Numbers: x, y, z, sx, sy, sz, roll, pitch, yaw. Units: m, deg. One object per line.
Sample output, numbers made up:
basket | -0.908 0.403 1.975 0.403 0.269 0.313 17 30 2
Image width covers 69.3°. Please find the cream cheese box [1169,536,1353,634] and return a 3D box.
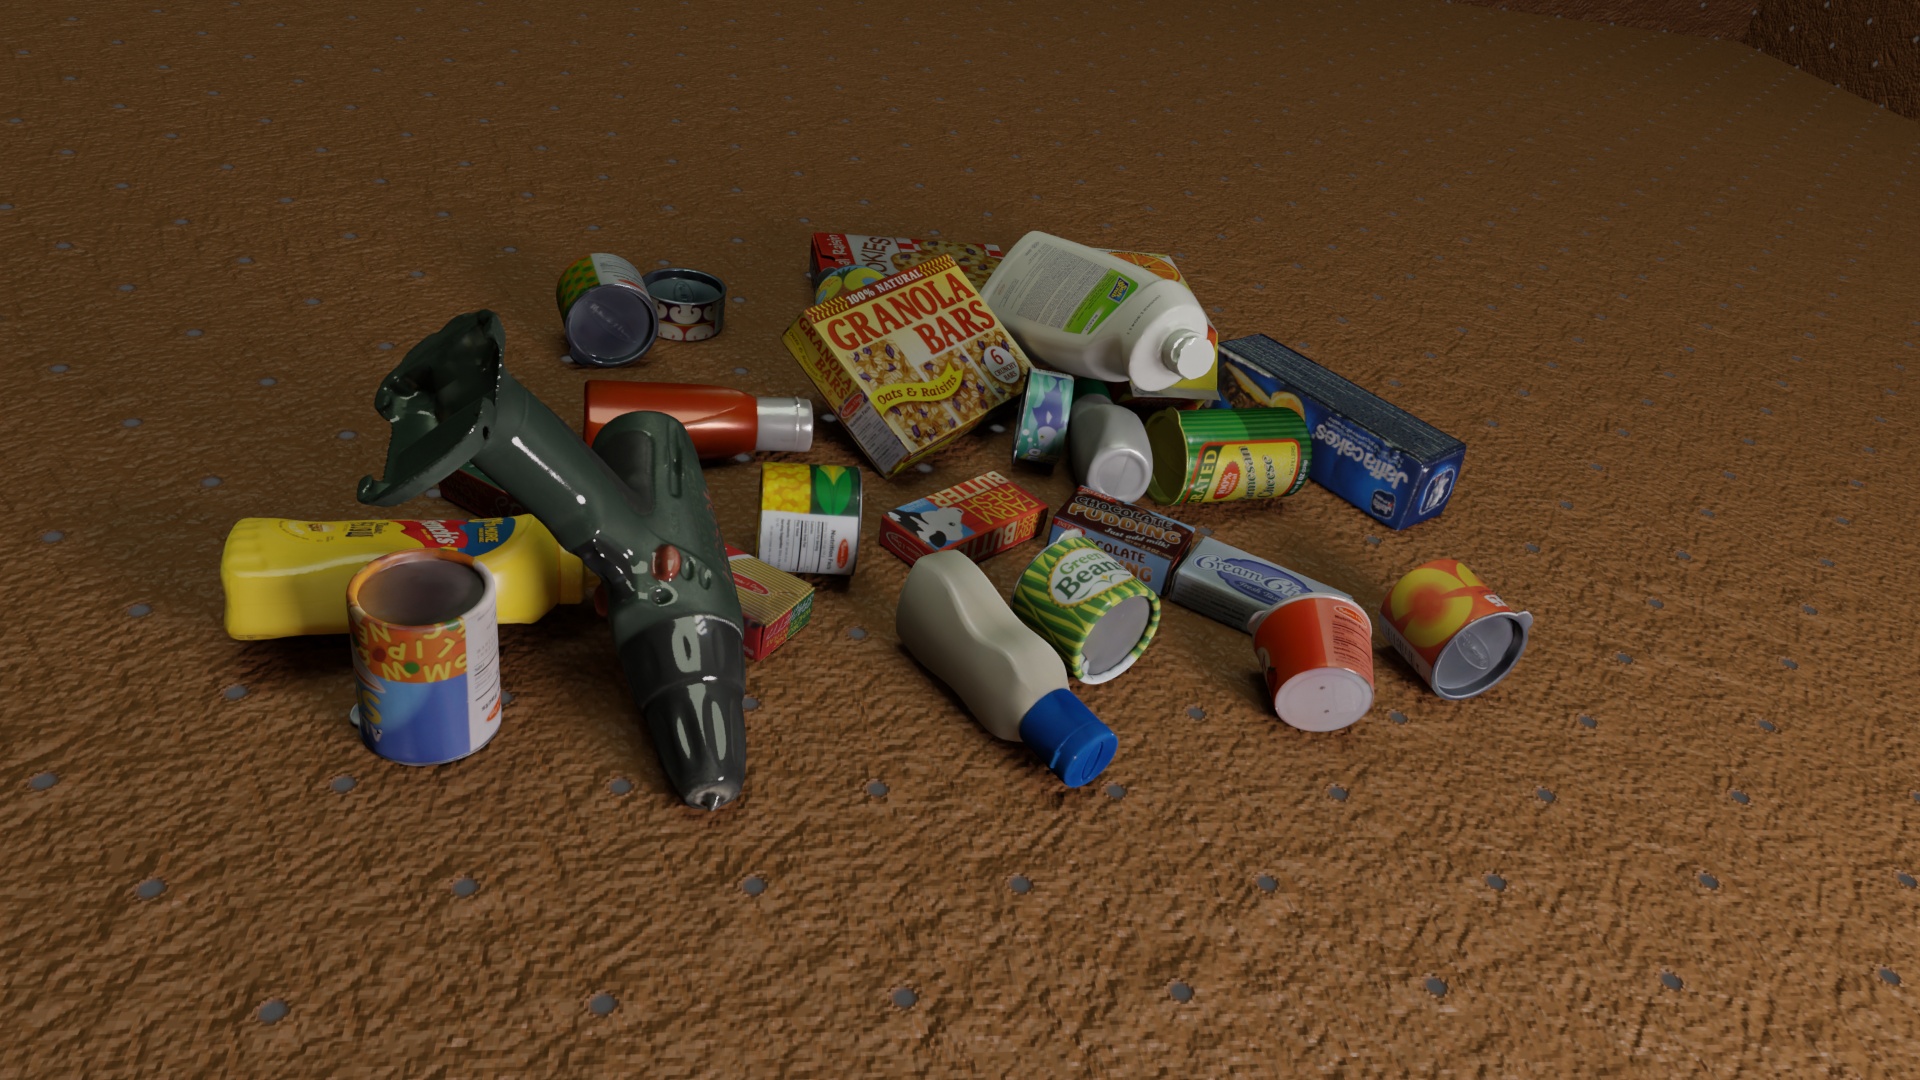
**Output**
cream cheese box | 0.188 0.036 0.871 0.104 0.024 0.053 24 35 19

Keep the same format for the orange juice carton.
orange juice carton | 0.149 -0.161 1.113 0.072 0.072 0.193 3 34 -11

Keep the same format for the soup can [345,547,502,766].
soup can | -0.258 0.055 0.664 0.071 0.083 0.072 7 33 -5

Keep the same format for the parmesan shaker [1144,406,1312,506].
parmesan shaker | 0.187 -0.062 0.975 0.103 0.071 0.071 -4 36 -22

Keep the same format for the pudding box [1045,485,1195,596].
pudding box | 0.104 -0.001 0.897 0.084 0.030 0.050 22 34 17

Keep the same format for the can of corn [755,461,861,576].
can of corn | -0.092 -0.015 0.831 0.058 0.070 0.071 3 34 -10

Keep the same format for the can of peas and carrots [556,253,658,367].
can of peas and carrots | -0.261 -0.167 1.018 0.071 0.070 0.059 -5 35 -22

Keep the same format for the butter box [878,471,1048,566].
butter box | 0.003 -0.011 0.890 0.104 0.024 0.053 -22 45 -40

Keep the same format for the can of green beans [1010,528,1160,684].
can of green beans | 0.072 0.040 0.795 0.071 0.071 0.058 -16 42 -35

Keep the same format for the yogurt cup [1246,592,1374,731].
yogurt cup | 0.202 0.071 0.788 0.072 0.072 0.054 8 41 -4

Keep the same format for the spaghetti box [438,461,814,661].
spaghetti box | -0.201 -0.002 0.815 0.250 0.028 0.050 24 36 20

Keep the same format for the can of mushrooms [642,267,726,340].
can of mushrooms | -0.219 -0.184 1.081 0.071 0.033 0.071 8 34 -5

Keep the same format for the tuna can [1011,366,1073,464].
tuna can | 0.058 -0.085 0.982 0.033 0.070 0.071 11 33 -1

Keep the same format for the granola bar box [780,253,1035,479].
granola bar box | -0.031 -0.128 0.994 0.124 0.039 0.166 53 43 4

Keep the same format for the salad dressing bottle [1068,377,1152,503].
salad dressing bottle | 0.100 -0.075 0.984 0.044 0.064 0.148 13 25 -11

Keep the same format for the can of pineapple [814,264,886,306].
can of pineapple | -0.082 -0.171 1.068 0.071 0.070 0.058 5 34 -8

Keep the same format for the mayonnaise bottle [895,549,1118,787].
mayonnaise bottle | 0.023 0.070 0.743 0.041 0.064 0.148 -14 44 -38

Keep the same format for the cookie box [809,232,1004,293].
cookie box | -0.038 -0.214 1.170 0.168 0.040 0.123 1 34 -15

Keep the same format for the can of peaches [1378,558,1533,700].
can of peaches | 0.298 0.051 0.837 0.071 0.071 0.058 -4 35 -22

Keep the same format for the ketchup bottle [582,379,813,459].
ketchup bottle | -0.174 -0.079 0.926 0.149 0.043 0.065 0 35 -16
